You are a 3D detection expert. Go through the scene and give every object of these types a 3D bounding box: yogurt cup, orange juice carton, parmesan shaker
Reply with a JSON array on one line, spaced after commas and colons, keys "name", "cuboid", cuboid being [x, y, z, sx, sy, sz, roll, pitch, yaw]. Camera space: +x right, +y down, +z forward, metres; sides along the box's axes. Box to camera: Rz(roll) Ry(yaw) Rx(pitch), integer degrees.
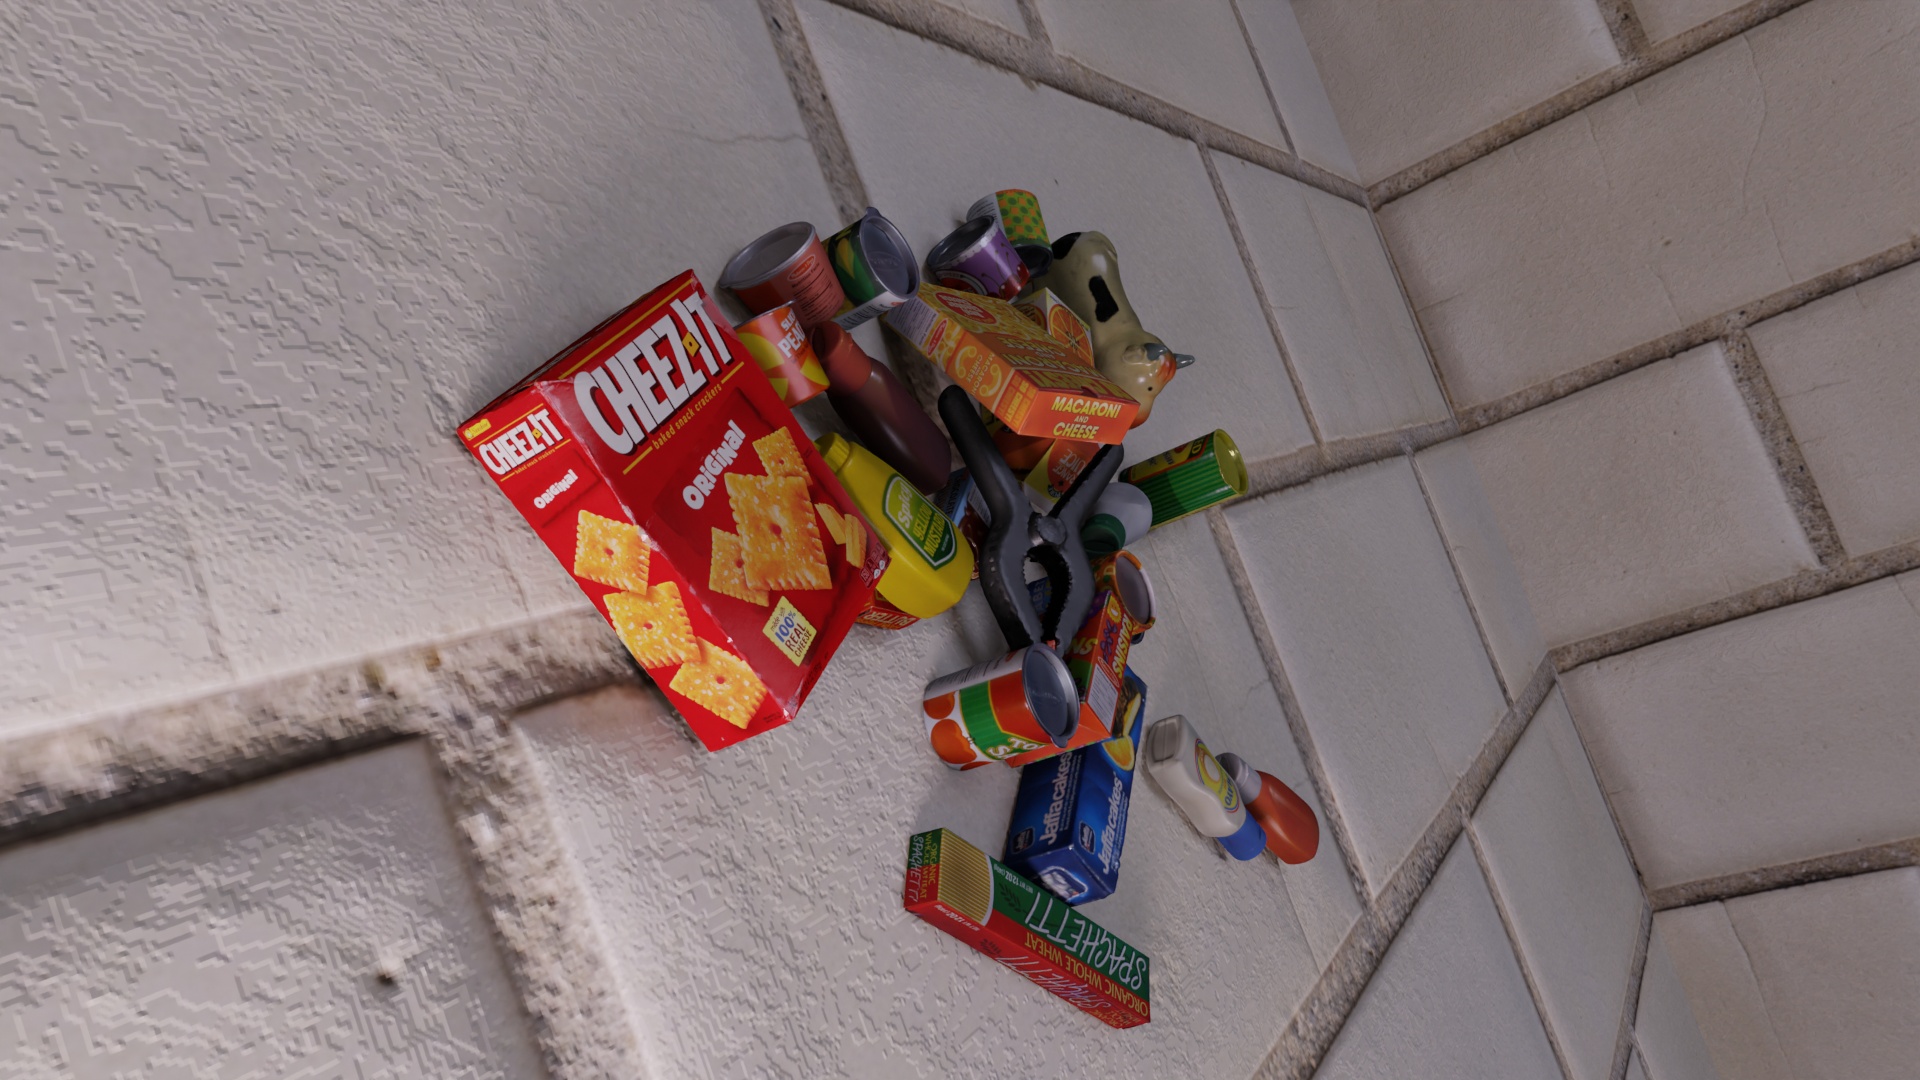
[{"name": "yogurt cup", "cuboid": [-0.112, -0.168, 0.908, 0.053, 0.072, 0.073, 57, 30, -33]}, {"name": "orange juice carton", "cuboid": [0.066, -0.103, 1.139, 0.071, 0.073, 0.193, 33, 45, -45]}, {"name": "parmesan shaker", "cuboid": [0.208, -0.055, 1.303, 0.071, 0.103, 0.071, 38, 41, -41]}]

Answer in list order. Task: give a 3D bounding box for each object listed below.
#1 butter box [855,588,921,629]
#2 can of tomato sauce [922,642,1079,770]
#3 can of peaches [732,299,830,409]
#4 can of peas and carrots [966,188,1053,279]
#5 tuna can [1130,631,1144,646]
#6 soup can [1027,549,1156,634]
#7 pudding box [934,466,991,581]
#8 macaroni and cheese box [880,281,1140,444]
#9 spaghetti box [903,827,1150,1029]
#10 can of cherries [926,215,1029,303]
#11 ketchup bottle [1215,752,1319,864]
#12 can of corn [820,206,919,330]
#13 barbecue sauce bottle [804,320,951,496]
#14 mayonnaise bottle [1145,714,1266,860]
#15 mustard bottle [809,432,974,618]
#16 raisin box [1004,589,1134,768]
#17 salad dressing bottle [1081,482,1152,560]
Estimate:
[{"name": "butter box", "cuboid": [-0.057, 0.005, 0.918, 0.053, 0.024, 0.104, 19, 55, -51]}, {"name": "can of tomato sauce", "cuboid": [0.027, 0.113, 0.921, 0.071, 0.083, 0.071, 37, 42, -42]}, {"name": "can of peaches", "cuboid": [-0.119, -0.106, 0.847, 0.058, 0.071, 0.071, 64, 30, -9]}, {"name": "can of peas and carrots", "cuboid": [0.045, -0.266, 1.219, 0.071, 0.071, 0.059, 12, 60, -55]}, {"name": "tuna can", "cuboid": [0.123, 0.057, 1.162, 0.071, 0.032, 0.071, 37, 42, -42]}, {"name": "soup can", "cuboid": [0.099, 0.050, 1.078, 0.071, 0.083, 0.072, 36, 43, -42]}, {"name": "pudding box", "cuboid": [0.004, -0.013, 1.021, 0.049, 0.030, 0.084, 53, 33, -25]}, {"name": "macaroni and cheese box", "cuboid": [0.037, -0.134, 1.039, 0.124, 0.040, 0.167, 1, 33, -48]}, {"name": "spaghetti box", "cuboid": [0.051, 0.261, 0.916, 0.249, 0.028, 0.050, 40, 40, -38]}, {"name": "can of cherries", "cuboid": [0.013, -0.223, 1.145, 0.058, 0.071, 0.072, 53, 33, -26]}, {"name": "ketchup bottle", "cuboid": [0.278, 0.242, 1.276, 0.148, 0.043, 0.065, 41, 38, -37]}, {"name": "can of corn", "cuboid": [-0.073, -0.193, 0.991, 0.071, 0.058, 0.071, 36, 42, -42]}, {"name": "barbecue sauce bottle", "cuboid": [-0.057, -0.090, 0.936, 0.148, 0.043, 0.065, 48, 24, -49]}, {"name": "mayonnaise bottle", "cuboid": [0.212, 0.217, 1.189, 0.147, 0.041, 0.065, 50, 33, -27]}, {"name": "mustard bottle", "cuboid": [-0.058, -0.020, 0.863, 0.160, 0.048, 0.066, 44, 36, -25]}, {"name": "raisin box", "cuboid": [0.072, 0.098, 1.001, 0.040, 0.086, 0.124, 52, 33, -23]}, {"name": "salad dressing bottle", "cuboid": [0.125, -0.013, 1.164, 0.148, 0.064, 0.044, -46, 141, -71]}]
